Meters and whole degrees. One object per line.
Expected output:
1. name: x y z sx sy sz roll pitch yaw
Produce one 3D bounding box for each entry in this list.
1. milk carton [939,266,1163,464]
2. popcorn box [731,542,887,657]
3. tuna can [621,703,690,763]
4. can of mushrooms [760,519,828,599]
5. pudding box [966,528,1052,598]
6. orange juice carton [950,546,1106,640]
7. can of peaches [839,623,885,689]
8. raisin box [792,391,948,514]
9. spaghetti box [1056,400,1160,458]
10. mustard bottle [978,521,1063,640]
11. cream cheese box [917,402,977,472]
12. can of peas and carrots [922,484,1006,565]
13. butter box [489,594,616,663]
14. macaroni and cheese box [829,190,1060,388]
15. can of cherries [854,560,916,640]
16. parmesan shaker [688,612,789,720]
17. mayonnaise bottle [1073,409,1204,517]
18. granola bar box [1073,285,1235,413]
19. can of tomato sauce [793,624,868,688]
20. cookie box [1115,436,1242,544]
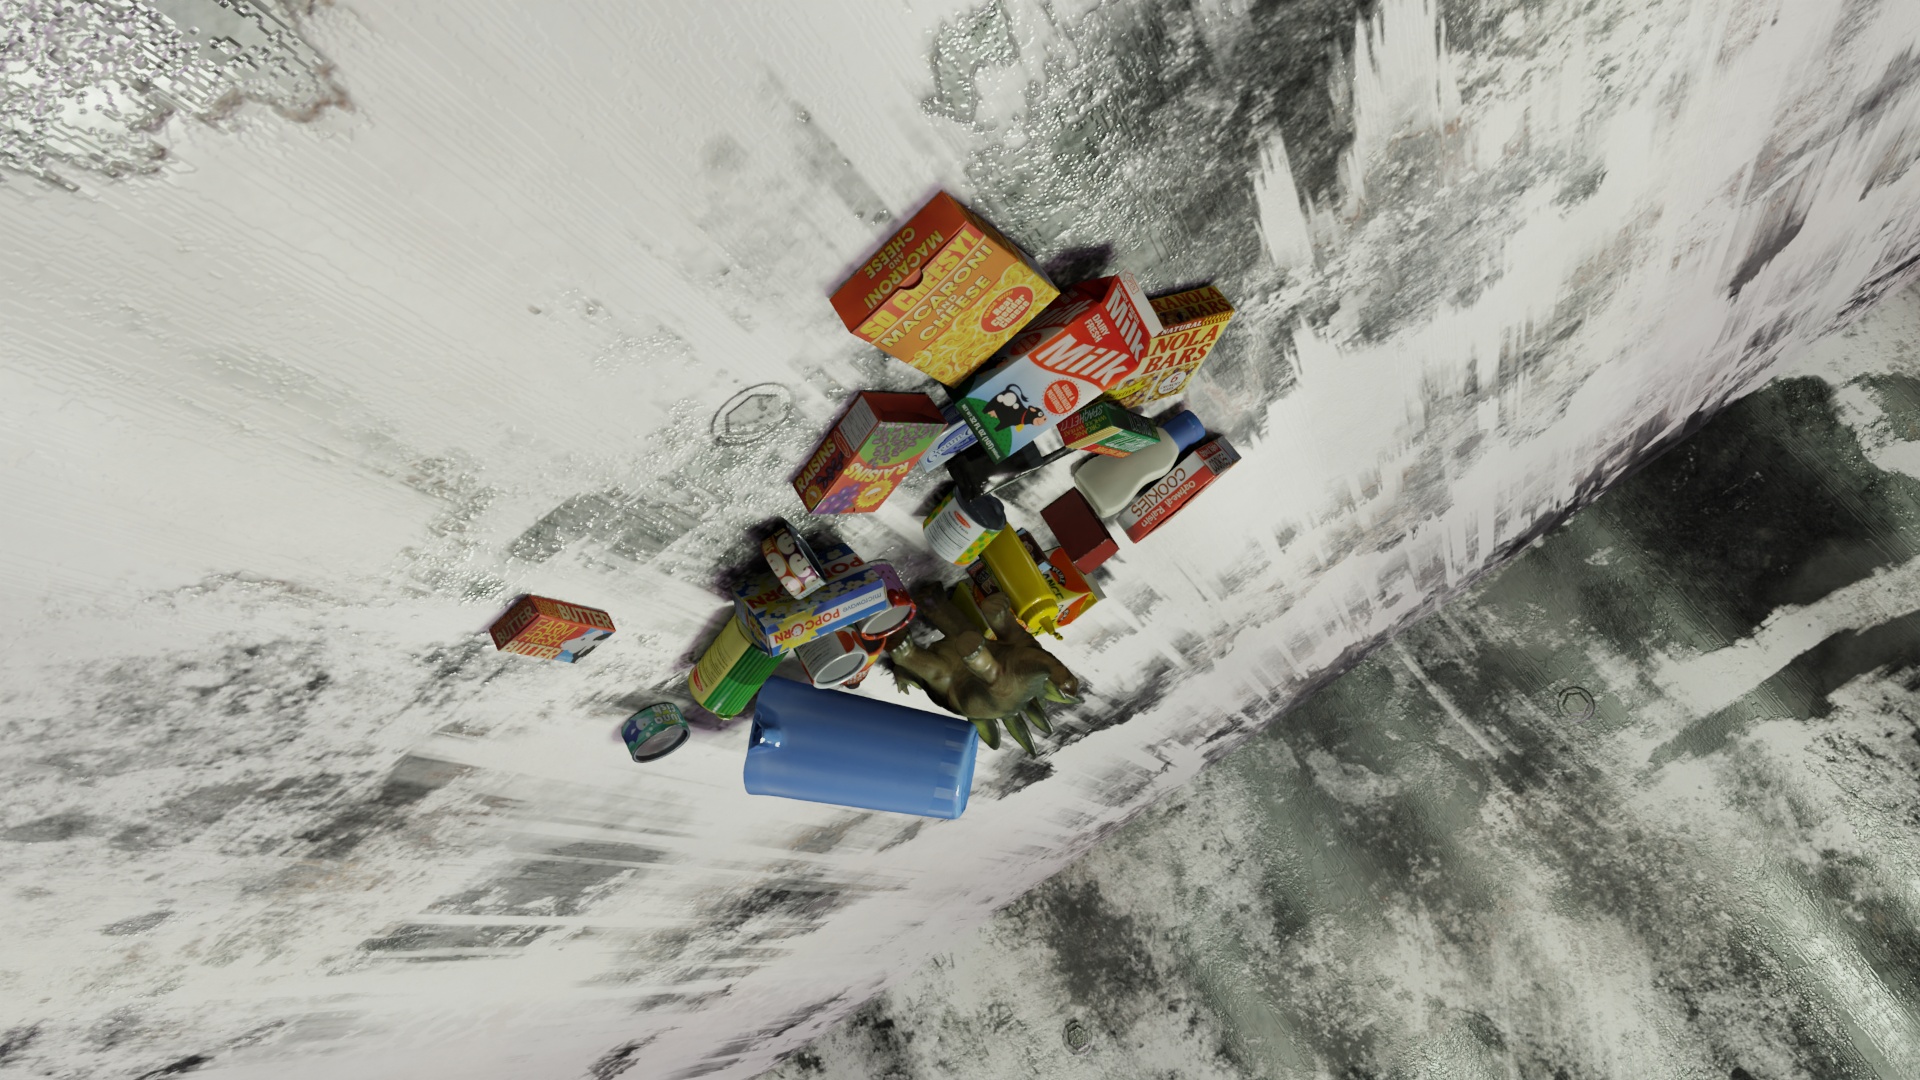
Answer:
1. milk carton: 0.083 -0.157 1.207 0.190 0.074 0.072 -33 118 2
2. popcorn box: -0.145 0.055 1.336 0.127 0.085 0.038 -22 126 -22
3. tuna can: -0.321 0.202 1.467 0.071 0.033 0.070 -27 155 -13
4. can of mushrooms: -0.155 0.018 1.289 0.033 0.071 0.071 -33 156 2
5. pudding box: 0.056 0.031 1.588 0.083 0.050 0.030 -36 157 8
6. orange juice carton: 0.084 0.069 1.668 0.193 0.072 0.072 -18 152 -30
7. can of peaches: -0.120 0.117 1.508 0.071 0.071 0.057 -13 148 -37
8. raisin box: -0.081 -0.076 1.233 0.086 0.040 0.123 -4 144 -49
9. spaghetti box: 0.152 -0.109 1.387 0.050 0.028 0.250 -23 174 18
10. mustard bottle: 0.064 0.044 1.487 0.049 0.161 0.065 -31 154 -1
11. cream cheese box: 0.000 -0.107 1.290 0.104 0.024 0.053 -32 156 -3
12. can of peas and carrots: 0.005 -0.018 1.415 0.071 0.071 0.058 0 141 -50
13. butter box: -0.353 0.078 1.206 0.053 0.024 0.103 -38 155 13
14. macaroni and cheese box: -0.008 -0.193 1.099 0.123 0.040 0.166 -41 155 16
15. can of cherries: -0.086 0.063 1.464 0.071 0.058 0.071 -27 155 -14
16. parmesan shaker: -0.219 0.122 1.394 0.071 0.071 0.102 -3 142 -49
17. mayonnaise bottle: 0.200 -0.089 1.528 0.148 0.065 0.041 -34 169 -7
18. granola bar box: 0.170 -0.179 1.345 0.166 0.039 0.123 -18 153 -31
19. can of tomato sauce: -0.141 0.101 1.437 0.071 0.083 0.071 -26 155 -13
20. cookie box: 0.256 -0.060 1.614 0.122 0.040 0.168 -43 173 22
